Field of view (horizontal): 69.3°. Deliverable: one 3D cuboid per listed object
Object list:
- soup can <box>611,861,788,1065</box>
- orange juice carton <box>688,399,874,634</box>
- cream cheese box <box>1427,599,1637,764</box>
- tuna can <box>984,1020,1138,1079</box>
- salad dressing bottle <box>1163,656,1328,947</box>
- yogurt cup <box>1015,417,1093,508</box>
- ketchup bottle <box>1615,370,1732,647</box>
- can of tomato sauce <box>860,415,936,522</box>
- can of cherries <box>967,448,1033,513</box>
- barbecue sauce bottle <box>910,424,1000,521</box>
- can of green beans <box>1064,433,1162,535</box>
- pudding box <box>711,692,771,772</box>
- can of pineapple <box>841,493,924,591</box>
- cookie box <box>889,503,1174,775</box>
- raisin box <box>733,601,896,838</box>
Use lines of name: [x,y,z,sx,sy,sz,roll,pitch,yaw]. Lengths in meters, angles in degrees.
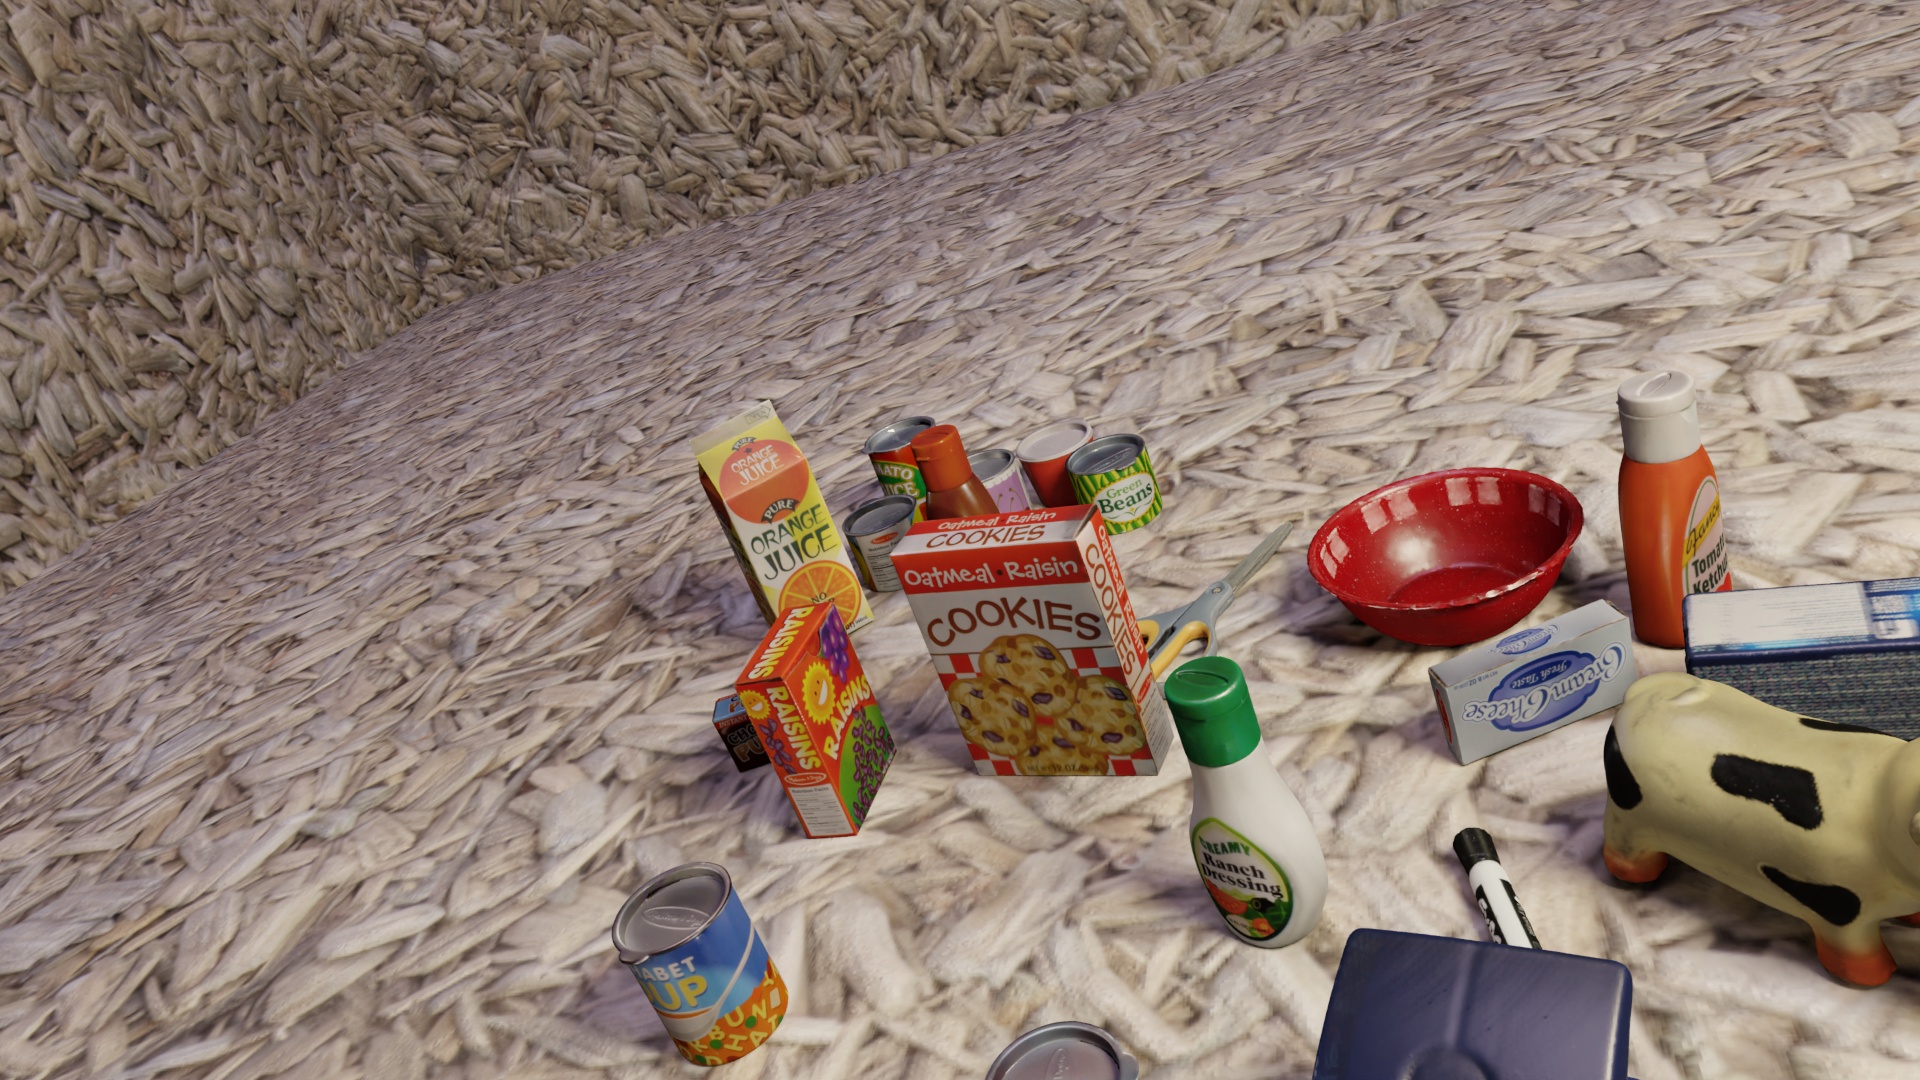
soup can: [-0.137,0.225,0.732,0.071,0.083,0.071,-17,25,8]
orange juice carton: [-0.143,-0.010,1.084,0.072,0.192,0.073,-29,25,-16]
cream cheese box: [0.303,0.075,0.735,0.104,0.053,0.024,-21,24,-1]
tuna can: [0.048,0.247,0.607,0.071,0.032,0.071,-17,25,8]
salad dressing bottle: [0.132,0.124,0.655,0.064,0.147,0.044,6,36,45]
yogurt cup: [0.086,-0.063,1.182,0.072,0.053,0.073,-17,25,8]
ketchup bottle: [0.382,-0.018,0.750,0.065,0.148,0.043,-35,28,-29]
can of tomato sauce: [-0.042,-0.058,1.235,0.071,0.082,0.071,-17,25,8]
can of cherries: [0.021,-0.036,1.170,0.071,0.058,0.072,-17,25,8]
barbecue sauce bottle: [0.004,-0.013,1.030,0.065,0.148,0.044,2,33,40]
can of green beans: [0.123,-0.045,1.111,0.071,0.057,0.071,-17,25,8]
pudding box: [-0.125,0.123,0.970,0.084,0.049,0.030,-19,25,4]
can of pineapple: [-0.058,0.001,1.157,0.071,0.057,0.071,-17,25,8]
cookie box: [0.044,0.063,0.823,0.123,0.166,0.040,-6,29,30]
raisin box: [-0.088,0.113,0.875,0.040,0.123,0.086,-10,27,24]
